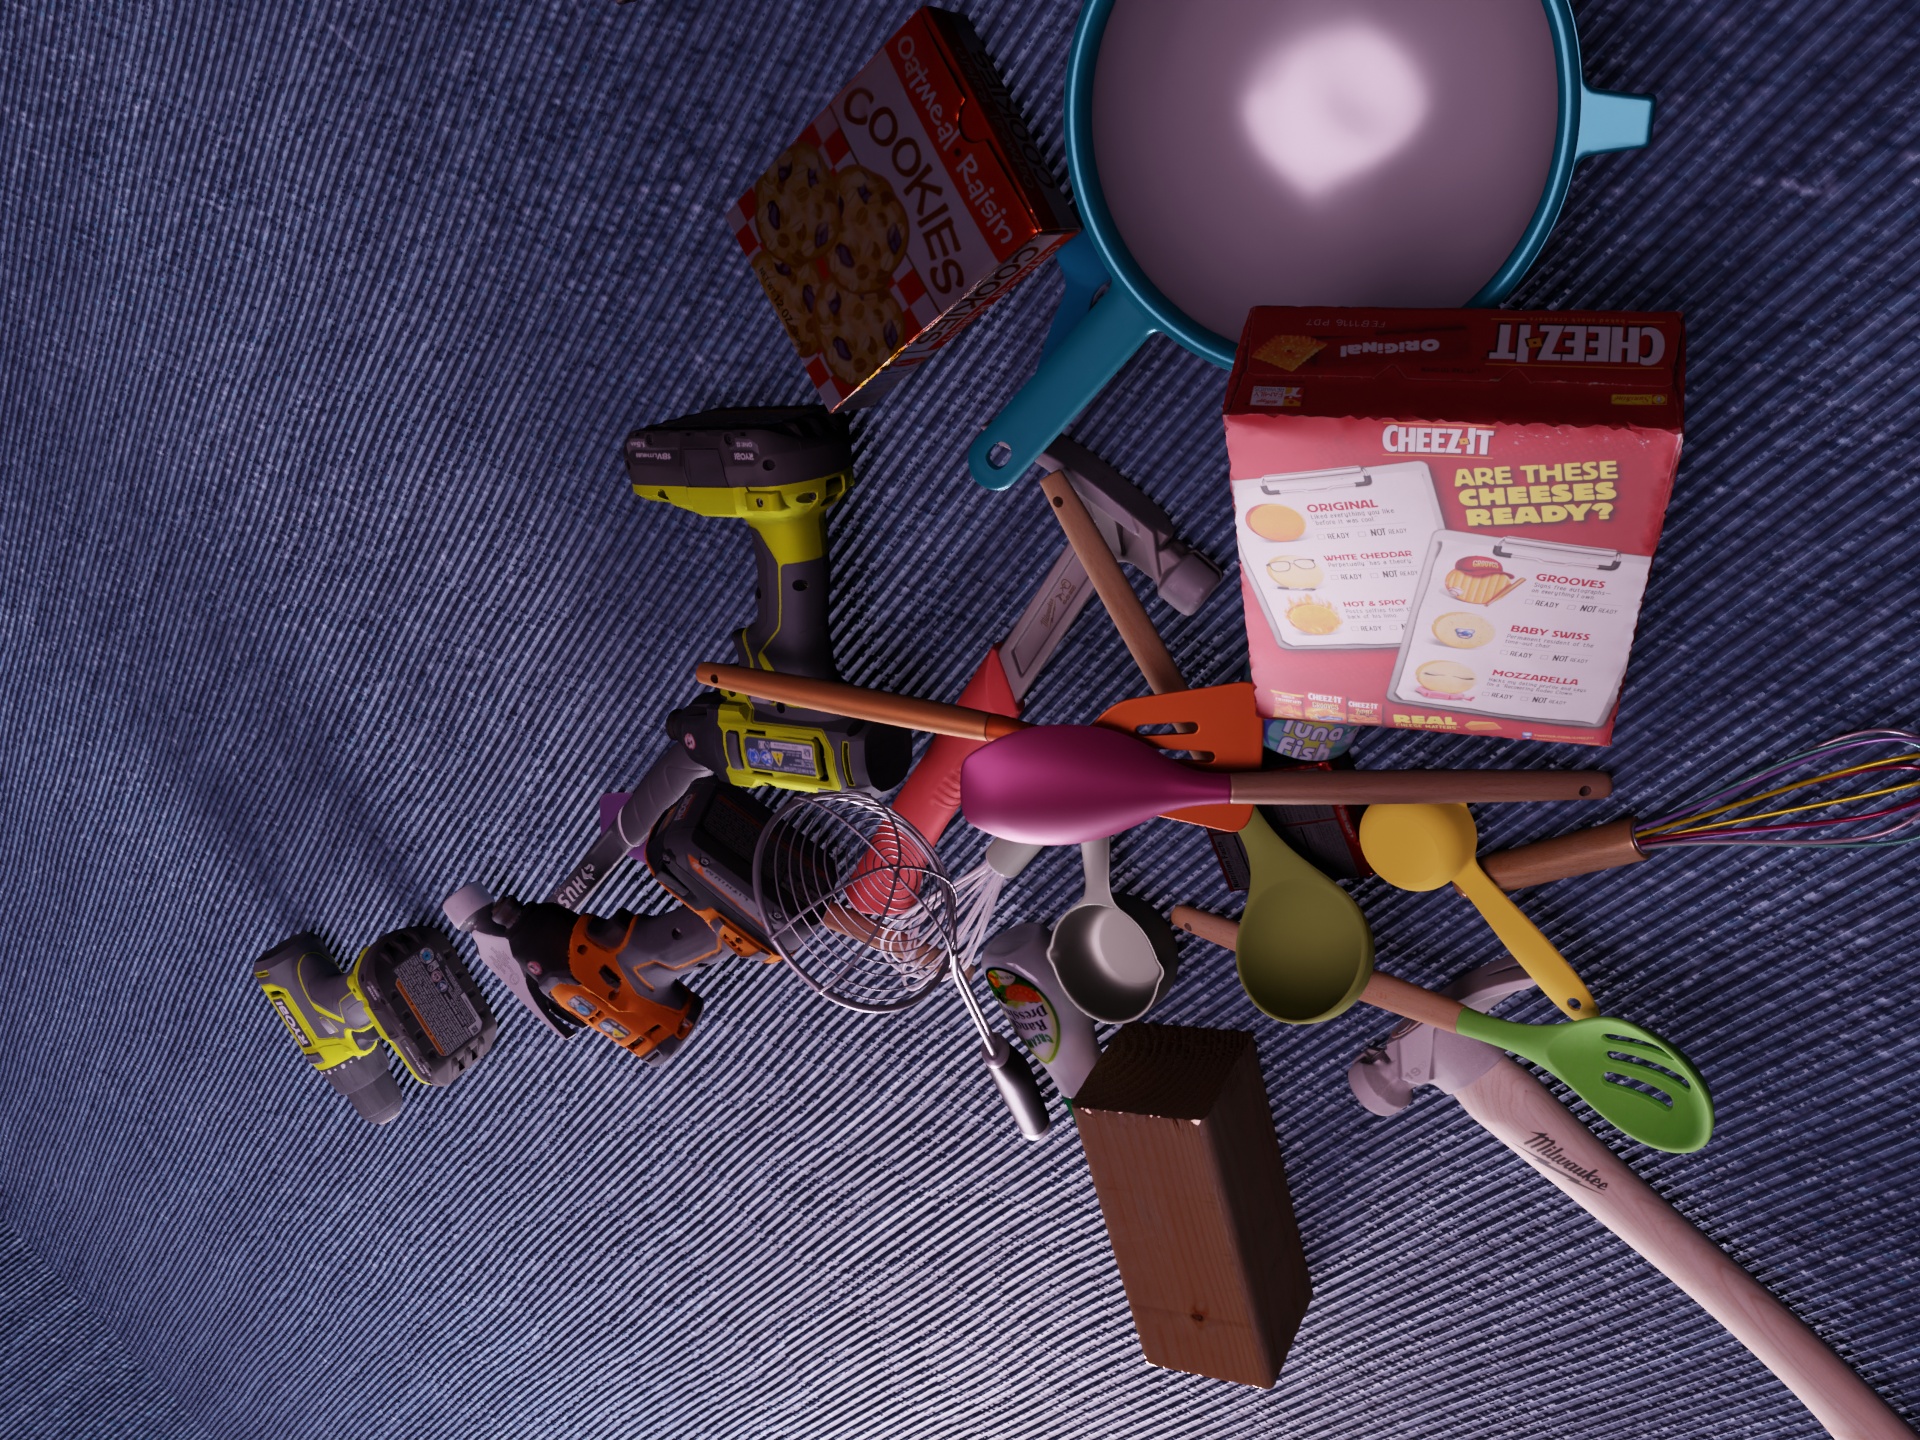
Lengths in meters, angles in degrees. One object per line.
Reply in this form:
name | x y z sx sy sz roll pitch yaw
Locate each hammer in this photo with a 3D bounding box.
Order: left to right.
hammer | -0.243 0.090 1.139 0.149 0.036 0.409 51 127 6
hammer | 0.005 -0.007 0.941 0.149 0.037 0.359 39 130 7
hammer | 0.410 0.295 0.861 0.410 0.038 0.146 43 129 4

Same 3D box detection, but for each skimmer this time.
skimmer | -0.021 0.172 0.957 0.090 0.127 0.362 -6 142 13

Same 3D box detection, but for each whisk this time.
whisk | 0.021 0.090 0.971 0.059 0.058 0.246 27 129 -12
whisk | 0.347 0.052 0.757 0.245 0.047 0.051 -23 91 44

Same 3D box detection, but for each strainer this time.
strainer | 0.121 -0.222 0.704 0.211 0.095 0.340 48 132 1

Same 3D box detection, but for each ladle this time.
ladle | 0.121 0.015 0.826 0.078 0.062 0.320 -25 100 35

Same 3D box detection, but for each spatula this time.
spatula | -0.130 0.117 1.112 0.316 0.018 0.059 20 123 23
spatula | -0.001 -0.003 0.847 0.323 0.041 0.081 11 112 26

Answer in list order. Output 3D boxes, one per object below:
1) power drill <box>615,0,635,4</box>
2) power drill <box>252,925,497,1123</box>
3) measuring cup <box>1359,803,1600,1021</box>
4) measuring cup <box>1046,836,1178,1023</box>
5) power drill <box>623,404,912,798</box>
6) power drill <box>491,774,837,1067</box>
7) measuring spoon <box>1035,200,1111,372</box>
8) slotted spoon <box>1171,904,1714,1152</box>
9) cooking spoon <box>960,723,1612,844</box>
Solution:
power drill | -0.133 -0.457 0.740 0.226 0.084 0.185 -2 116 38
power drill | -0.516 0.272 1.412 0.228 0.080 0.190 -15 107 40
measuring cup | 0.264 0.098 0.807 0.156 0.029 0.062 50 136 12
measuring cup | 0.092 0.097 0.954 0.083 0.038 0.167 2 100 38
power drill | -0.122 -0.068 0.940 0.171 0.080 0.223 6 113 33
power drill | -0.208 0.134 1.078 0.164 0.084 0.226 39 125 -16
measuring spoon | 0.051 -0.196 0.791 0.042 0.021 0.128 24 113 19
slotted spoon | 0.244 0.149 0.848 0.314 0.031 0.070 17 128 40
cooking spoon | 0.159 0.033 0.786 0.319 0.017 0.068 -1 115 2
